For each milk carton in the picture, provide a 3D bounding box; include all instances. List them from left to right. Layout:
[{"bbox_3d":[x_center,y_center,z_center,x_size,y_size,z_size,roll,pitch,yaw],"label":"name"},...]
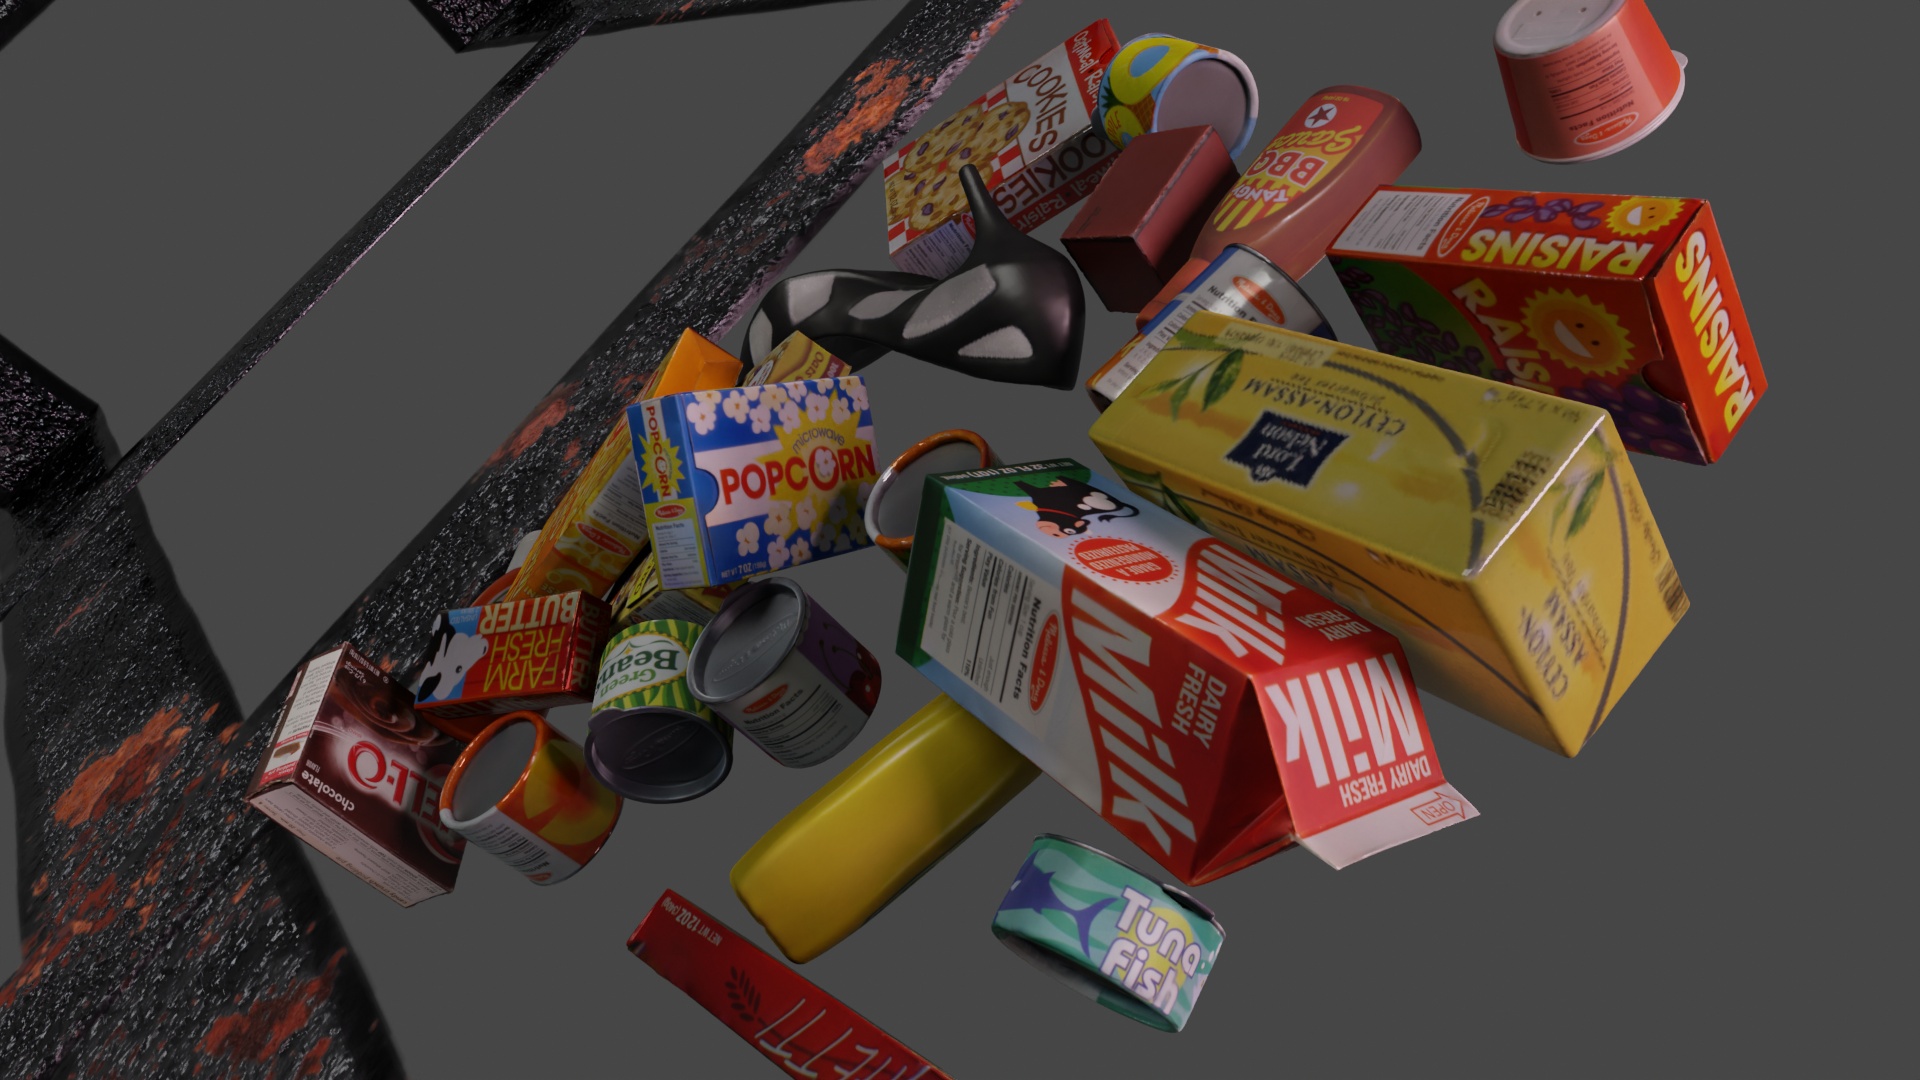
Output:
[{"bbox_3d":[0.066,0.043,0.444,0.191,0.072,0.073,34,121,44],"label":"milk carton"}]

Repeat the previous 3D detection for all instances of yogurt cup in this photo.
[{"bbox_3d":[0.257,-0.198,0.576,0.072,0.054,0.073,-26,38,23],"label":"yogurt cup"}]

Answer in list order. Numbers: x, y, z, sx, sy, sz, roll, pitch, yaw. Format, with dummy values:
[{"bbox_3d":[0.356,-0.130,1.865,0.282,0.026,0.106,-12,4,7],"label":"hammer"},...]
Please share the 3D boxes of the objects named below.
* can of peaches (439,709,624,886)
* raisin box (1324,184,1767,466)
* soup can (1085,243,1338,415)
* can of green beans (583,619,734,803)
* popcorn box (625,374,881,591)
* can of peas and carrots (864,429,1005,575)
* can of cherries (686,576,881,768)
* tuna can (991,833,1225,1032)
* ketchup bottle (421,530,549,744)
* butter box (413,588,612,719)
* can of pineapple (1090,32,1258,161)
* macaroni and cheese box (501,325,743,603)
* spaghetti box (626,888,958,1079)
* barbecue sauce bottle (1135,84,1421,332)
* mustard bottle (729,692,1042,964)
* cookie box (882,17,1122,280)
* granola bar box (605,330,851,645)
[{"bbox_3d":[-0.207,0.122,0.673,0.071,0.058,0.071,-25,39,23],"label":"can of peaches"},{"bbox_3d":[0.197,-0.077,0.476,0.040,0.086,0.123,-50,36,-13],"label":"raisin box"},{"bbox_3d":[0.104,-0.069,0.578,0.084,0.071,0.071,-44,35,-1],"label":"soup can"},{"bbox_3d":[-0.138,0.079,0.646,0.071,0.071,0.058,-29,37,18],"label":"can of green beans"},{"bbox_3d":[-0.090,-0.029,0.647,0.038,0.085,0.127,-6,5,37],"label":"popcorn box"},{"bbox_3d":[0.002,-0.008,0.612,0.071,0.058,0.071,-25,39,23],"label":"can of peas and carrots"},{"bbox_3d":[-0.078,0.057,0.619,0.071,0.058,0.072,-26,38,23],"label":"can of cherries"},{"bbox_3d":[0.046,0.121,0.426,0.071,0.071,0.033,7,59,47],"label":"tuna can"},{"bbox_3d":[-0.254,0.052,0.792,0.043,0.065,0.149,-57,19,31],"label":"ketchup bottle"},{"bbox_3d":[-0.222,0.057,0.688,0.103,0.024,0.053,-9,63,27],"label":"butter box"},{"bbox_3d":[0.113,-0.228,0.733,0.071,0.071,0.058,-42,35,0],"label":"can of pineapple"},{"bbox_3d":[-0.187,-0.021,0.751,0.165,0.040,0.124,-47,20,28],"label":"macaroni and cheese box"},{"bbox_3d":[-0.028,0.176,0.454,0.250,0.050,0.029,12,63,49],"label":"spaghetti box"},{"bbox_3d":[0.141,-0.142,0.635,0.149,0.043,0.065,-48,35,-8],"label":"barbecue sauce bottle"},{"bbox_3d":[-0.010,0.090,0.519,0.160,0.049,0.065,-37,-2,-11],"label":"mustard bottle"},{"bbox_3d":[0.032,-0.233,0.836,0.167,0.040,0.123,-29,37,18],"label":"cookie box"},{"bbox_3d":[-0.129,-0.018,0.731,0.123,0.039,0.166,-31,31,51],"label":"granola bar box"}]
